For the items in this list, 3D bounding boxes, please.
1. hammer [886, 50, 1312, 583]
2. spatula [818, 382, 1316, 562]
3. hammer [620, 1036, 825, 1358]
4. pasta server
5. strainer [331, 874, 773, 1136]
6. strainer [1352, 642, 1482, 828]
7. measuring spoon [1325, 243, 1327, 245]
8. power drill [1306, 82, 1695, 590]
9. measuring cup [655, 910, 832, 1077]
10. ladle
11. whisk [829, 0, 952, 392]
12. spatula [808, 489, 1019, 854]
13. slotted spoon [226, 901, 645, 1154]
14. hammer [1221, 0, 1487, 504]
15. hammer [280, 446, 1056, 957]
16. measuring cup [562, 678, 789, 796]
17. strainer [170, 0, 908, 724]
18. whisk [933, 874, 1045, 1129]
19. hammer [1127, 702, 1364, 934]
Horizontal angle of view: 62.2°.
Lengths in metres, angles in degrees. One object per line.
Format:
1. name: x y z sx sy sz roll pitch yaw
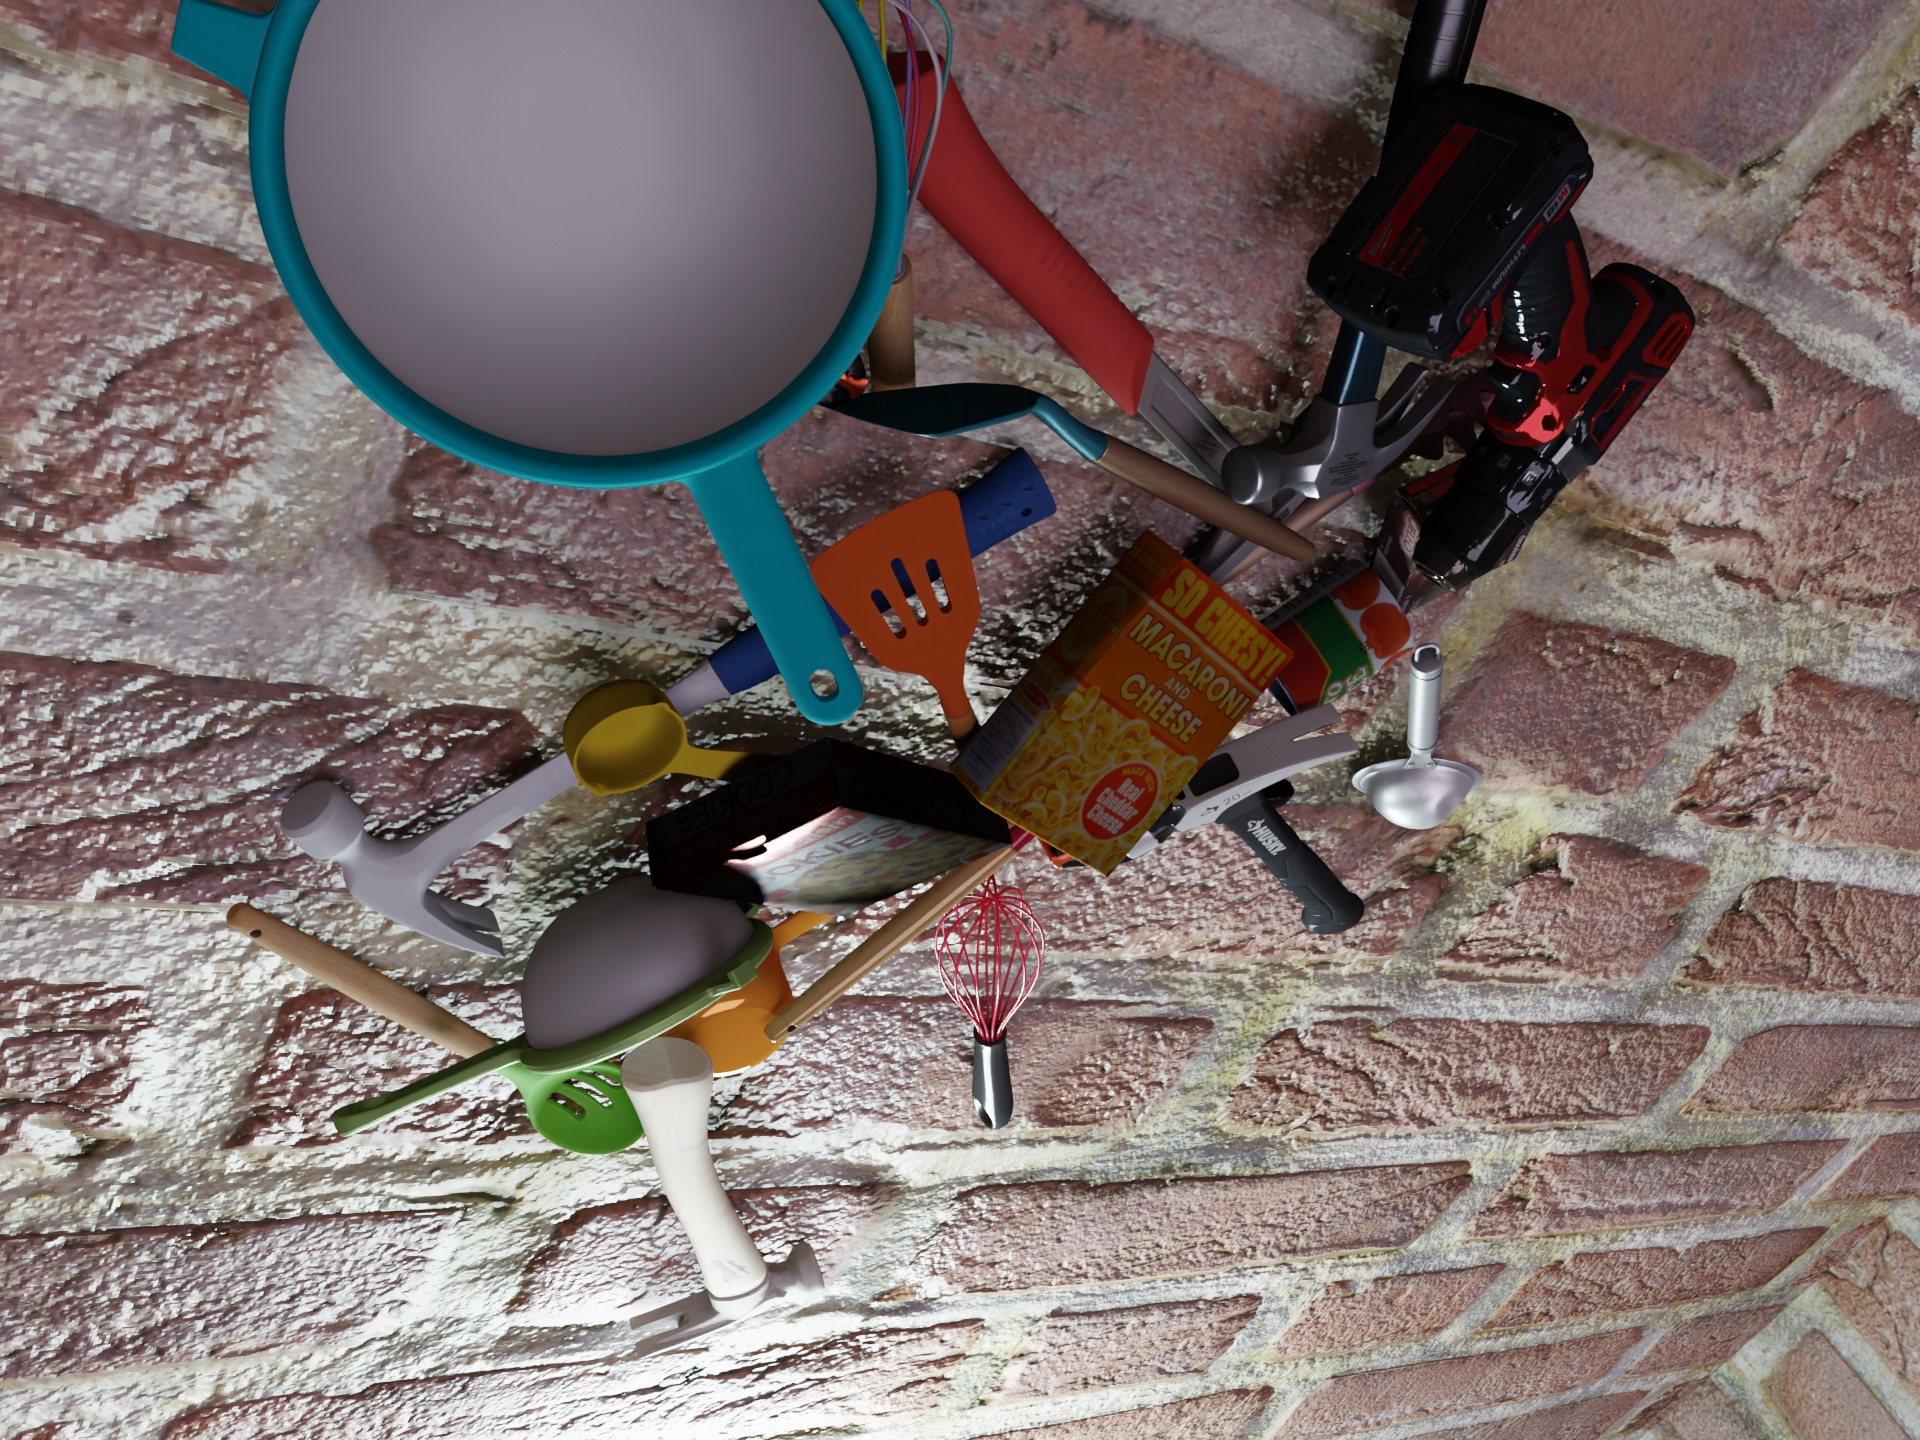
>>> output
1. hammer: 0.060 -0.181 0.770 0.149 0.037 0.358 -44 136 13
2. spatula: 0.077 -0.116 0.778 0.317 0.082 0.044 16 97 -42
3. hammer: -0.180 0.322 1.051 0.146 0.038 0.410 -18 144 -12
4. pasta server: 0.202 -0.113 0.908 0.316 0.040 0.060 -33 161 4
5. strainer: -0.231 0.146 0.865 0.256 0.151 0.069 -24 100 -3
6. strainer: 0.299 0.018 1.036 0.087 0.050 0.258 -1 151 14
7. measuring spoon: 0.232 -0.261 0.804 0.124 0.018 0.034 -43 135 11
8. power drill: 0.259 -0.174 0.778 0.226 0.080 0.188 27 102 -48
9. measuring cup: -0.110 0.153 0.965 0.173 0.052 0.095 -34 137 5
10. ladle: 0.010 0.091 0.947 0.315 0.031 0.069 -38 132 -1
11. whisk: -0.030 -0.205 0.656 0.051 0.047 0.244 -20 154 -10
12. spatula: -0.001 -0.003 0.874 0.081 0.041 0.322 -30 149 -5
13. slotted spoon: -0.289 0.177 0.909 0.070 0.031 0.313 -37 134 6
14. hammer: 0.211 -0.262 0.753 0.128 0.033 0.330 -13 127 -31
15. hammer: -0.130 -0.014 0.816 0.405 0.035 0.143 -31 136 0
16. measuring cup: -0.132 0.012 0.802 0.156 0.029 0.062 12 123 -49
17. strainer: -0.110 -0.148 0.596 0.211 0.095 0.340 -22 127 1
18. whisk: 0.020 0.202 1.080 0.073 0.073 0.295 -18 140 -14
19. hammer: 0.219 0.085 1.051 0.146 0.035 0.334 -30 149 13
